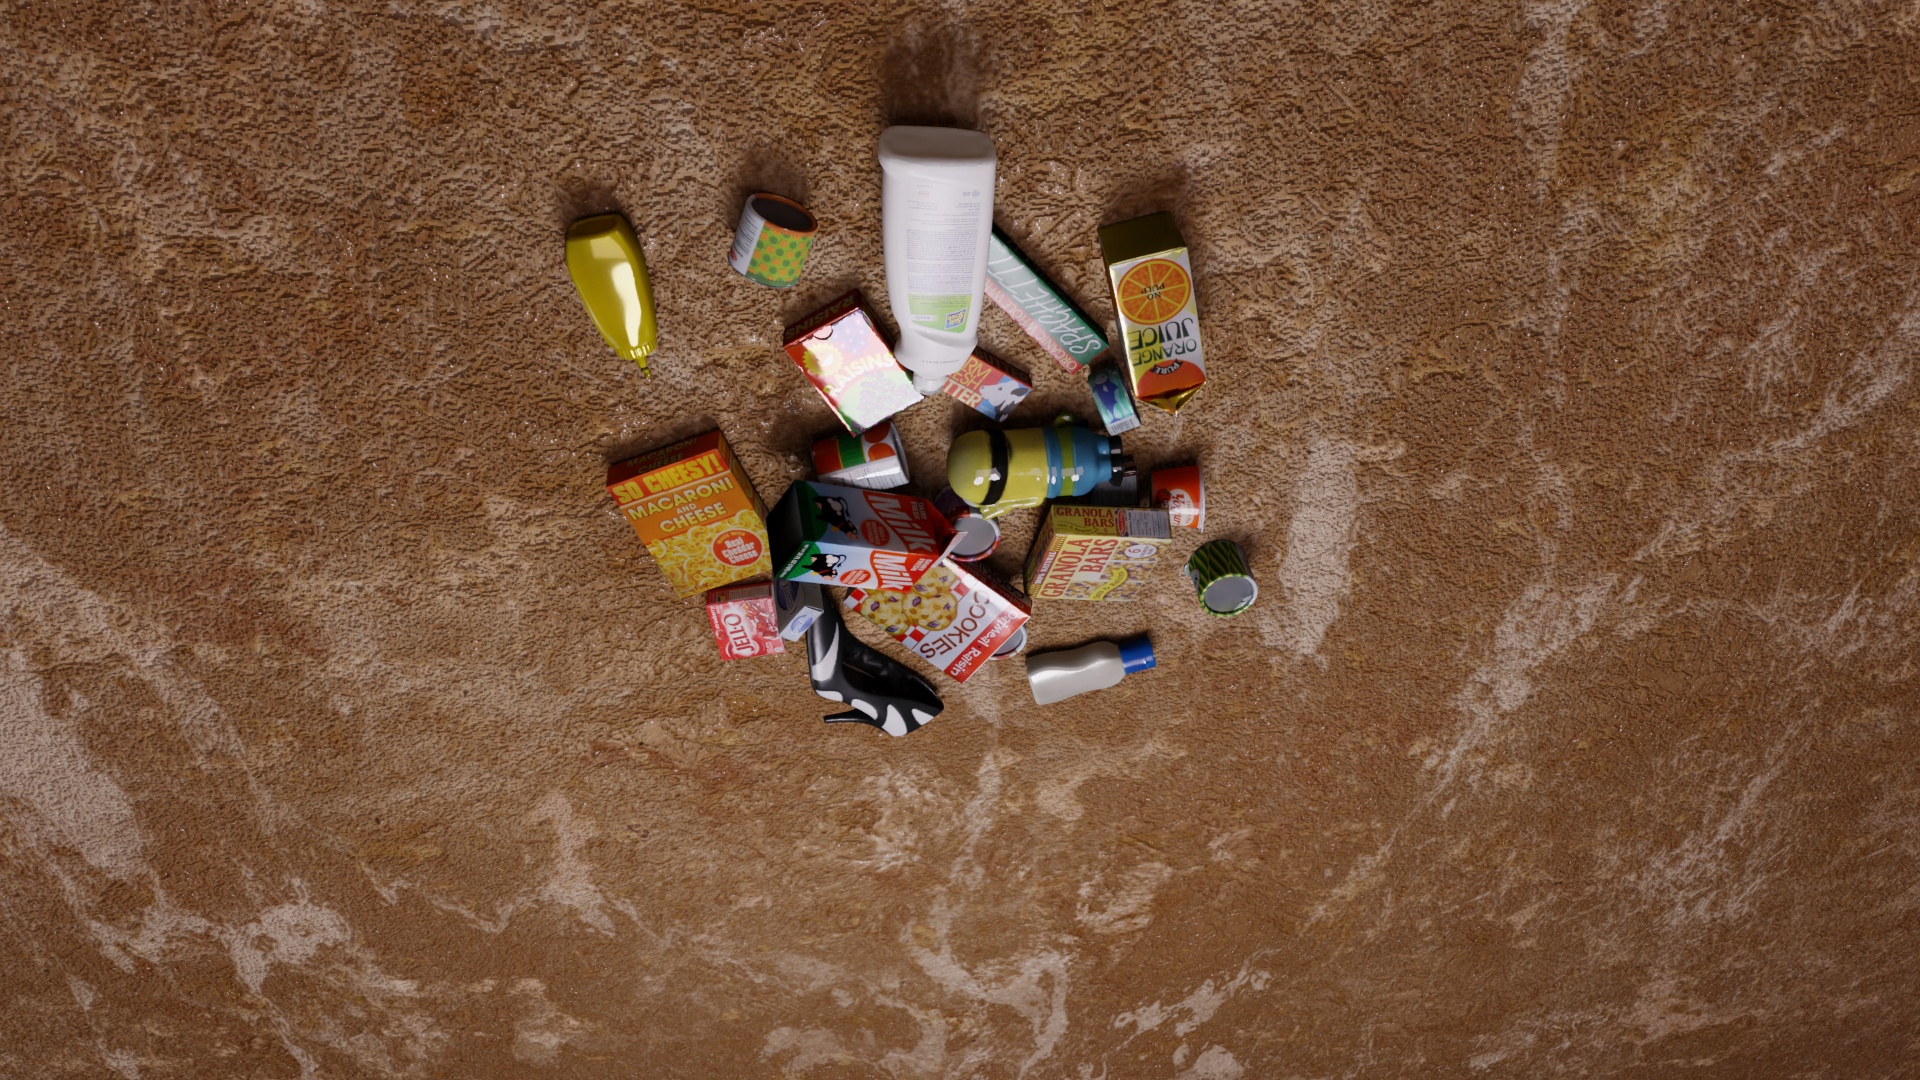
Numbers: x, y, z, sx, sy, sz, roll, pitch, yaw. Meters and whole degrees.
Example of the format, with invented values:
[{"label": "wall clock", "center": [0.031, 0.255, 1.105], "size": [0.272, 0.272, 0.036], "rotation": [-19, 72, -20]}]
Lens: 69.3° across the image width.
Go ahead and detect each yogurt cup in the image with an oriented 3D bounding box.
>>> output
[{"label": "yogurt cup", "center": [0.227, -0.046, 1.464], "size": [0.054, 0.073, 0.072], "rotation": [-1, 130, 4]}]

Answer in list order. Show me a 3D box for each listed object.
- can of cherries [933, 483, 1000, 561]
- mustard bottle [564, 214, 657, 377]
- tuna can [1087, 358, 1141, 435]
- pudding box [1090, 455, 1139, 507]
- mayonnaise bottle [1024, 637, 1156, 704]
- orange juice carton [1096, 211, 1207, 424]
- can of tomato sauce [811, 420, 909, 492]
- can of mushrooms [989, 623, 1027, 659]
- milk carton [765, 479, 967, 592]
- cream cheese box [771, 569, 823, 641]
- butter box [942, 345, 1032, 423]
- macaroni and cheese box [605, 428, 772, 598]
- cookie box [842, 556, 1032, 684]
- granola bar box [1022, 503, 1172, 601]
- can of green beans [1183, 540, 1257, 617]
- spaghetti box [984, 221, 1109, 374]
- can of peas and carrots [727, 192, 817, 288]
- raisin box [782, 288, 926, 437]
[{"label": "can of cherries", "center": [0.005, -0.018, 1.459], "size": [0.071, 0.059, 0.071], "rotation": [-4, 130, -5]}, {"label": "mustard bottle", "center": [-0.309, -0.215, 1.259], "size": [0.065, 0.049, 0.159], "rotation": [-9, 131, 1]}, {"label": "tuna can", "center": [0.151, -0.141, 1.373], "size": [0.033, 0.071, 0.070], "rotation": [-22, 129, 12]}, {"label": "pudding box", "center": [0.163, -0.047, 1.475], "size": [0.050, 0.030, 0.083], "rotation": [-10, 130, -1]}, {"label": "mayonnaise bottle", "center": [0.153, 0.149, 1.631], "size": [0.148, 0.041, 0.064], "rotation": [-15, 132, 3]}, {"label": "orange juice carton", "center": [0.186, -0.205, 1.318], "size": [0.073, 0.072, 0.191], "rotation": [-14, 130, 5]}, {"label": "can of tomato sauce", "center": [-0.100, -0.080, 1.391], "size": [0.083, 0.071, 0.071], "rotation": [-16, 130, 5]}, {"label": "can of mushrooms", "center": [0.040, 0.103, 1.581], "size": [0.071, 0.033, 0.070], "rotation": [-4, 131, -5]}, {"label": "milk carton", "center": [-0.089, -0.001, 1.381], "size": [0.191, 0.074, 0.072], "rotation": [8, 144, -32]}, {"label": "cream cheese box", "center": [-0.173, 0.051, 1.463], "size": [0.024, 0.104, 0.053], "rotation": [22, 125, -32]}, {"label": "butter box", "center": [0.015, -0.160, 1.364], "size": [0.103, 0.024, 0.053], "rotation": [27, 122, -26]}, {"label": "macaroni and cheese box", "center": [-0.269, -0.026, 1.428], "size": [0.124, 0.040, 0.165], "rotation": [-18, 130, 8]}, {"label": "cookie box", "center": [-0.024, 0.066, 1.514], "size": [0.167, 0.040, 0.122], "rotation": [36, 118, -14]}, {"label": "granola bar box", "center": [0.142, 0.014, 1.475], "size": [0.124, 0.039, 0.164], "rotation": [2, 154, -9]}, {"label": "can of green beans", "center": [0.293, 0.043, 1.549], "size": [0.071, 0.058, 0.071], "rotation": [-4, 130, -4]}, {"label": "spaghetti box", "center": [0.045, -0.246, 1.293], "size": [0.050, 0.029, 0.249], "rotation": [-37, 125, 23]}, {"label": "can of peas and carrots", "center": [-0.164, -0.265, 1.227], "size": [0.071, 0.071, 0.058], "rotation": [14, 126, -19]}, {"label": "raisin box", "center": [-0.101, -0.169, 1.332], "size": [0.086, 0.040, 0.123], "rotation": [-26, 127, 15]}]
